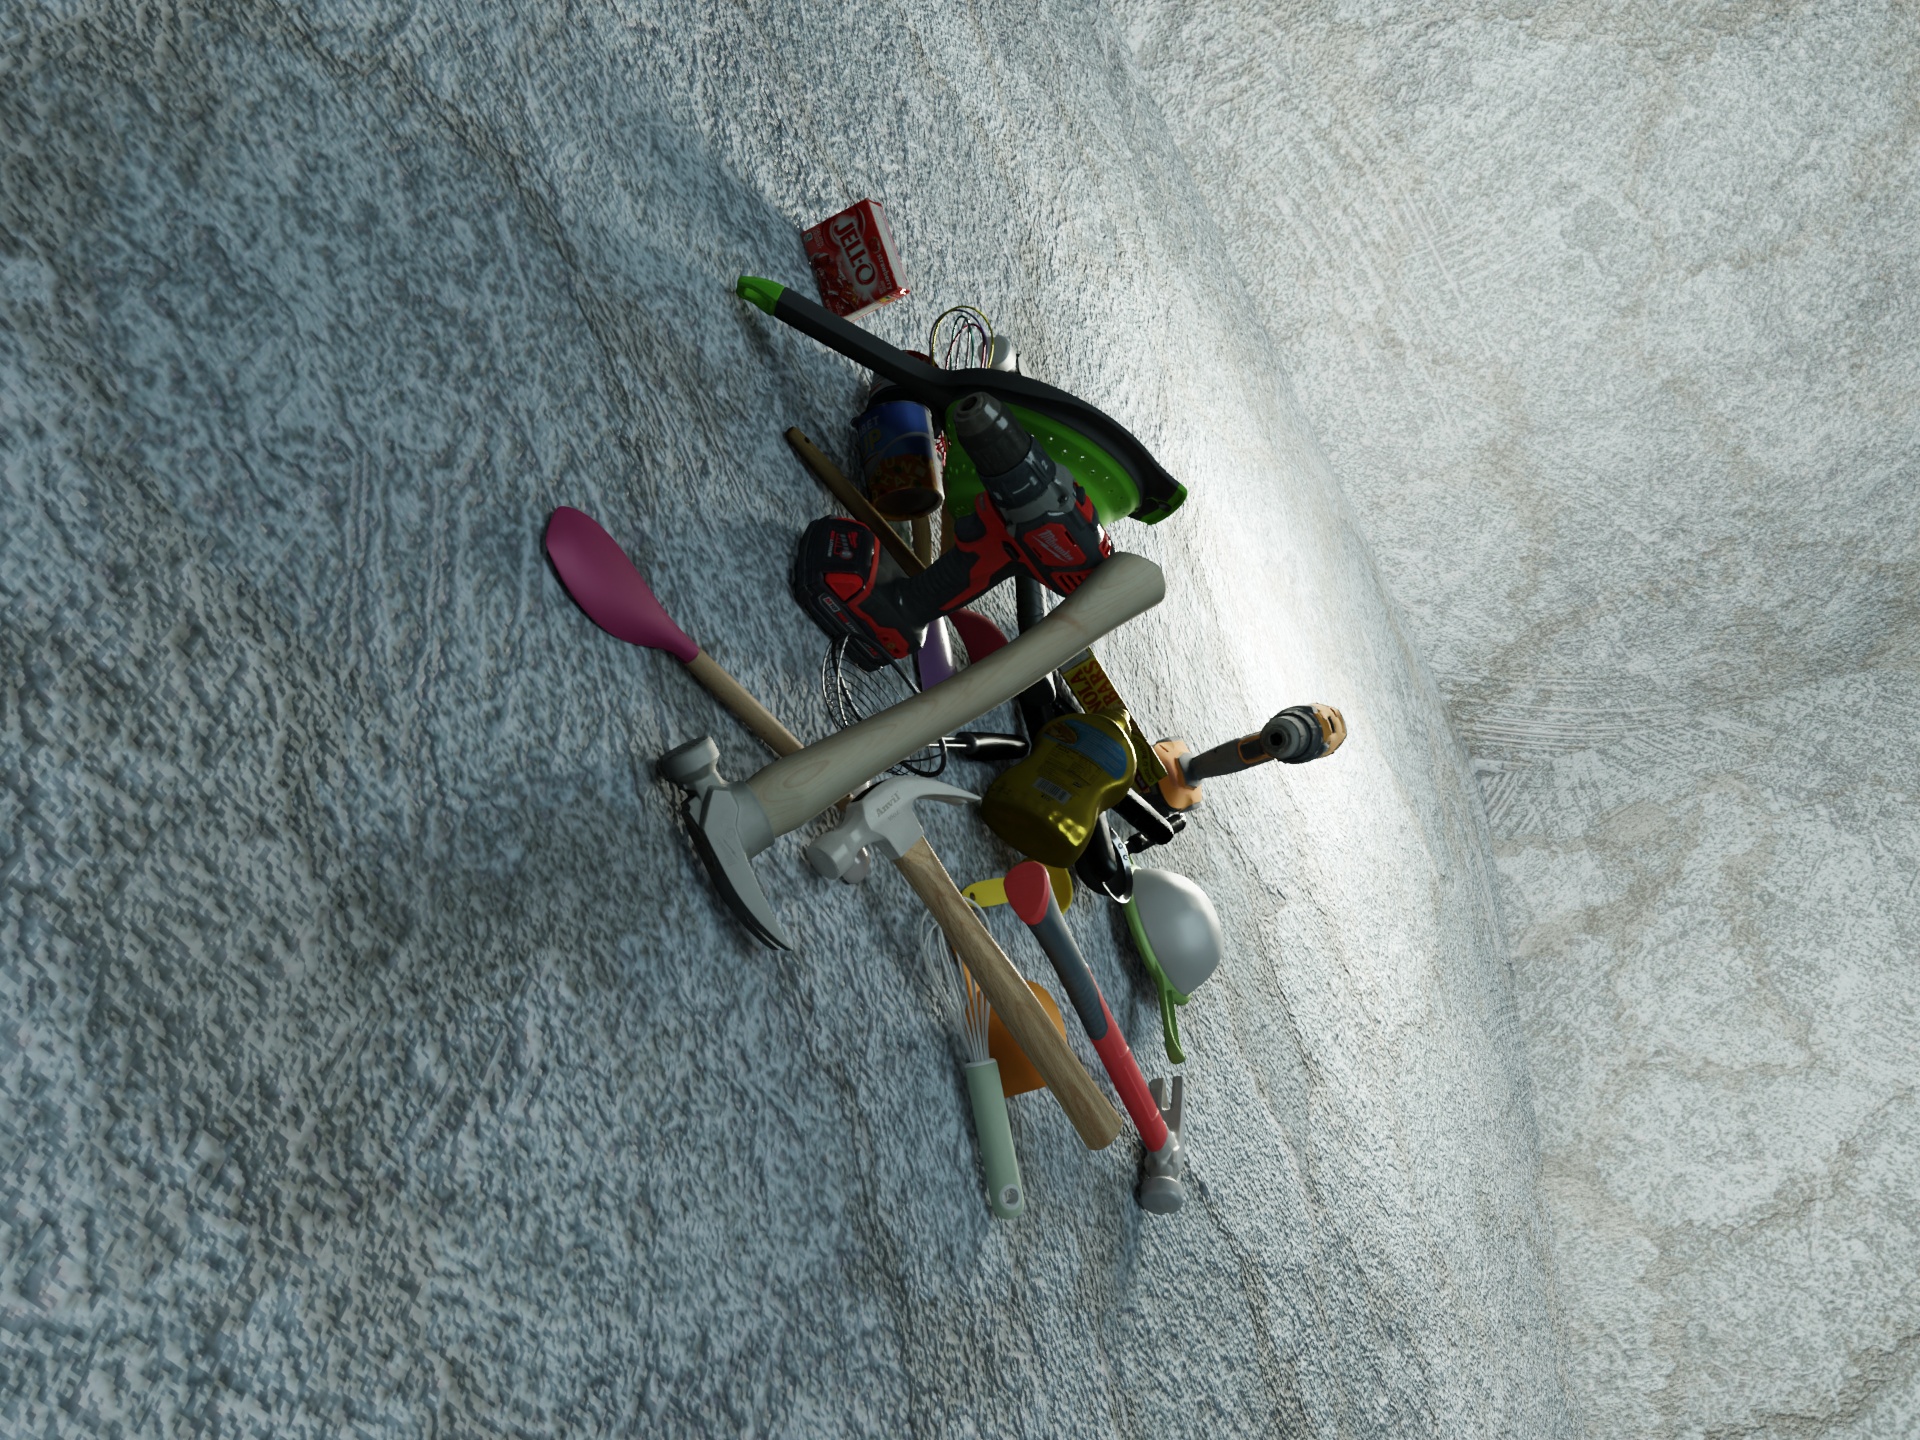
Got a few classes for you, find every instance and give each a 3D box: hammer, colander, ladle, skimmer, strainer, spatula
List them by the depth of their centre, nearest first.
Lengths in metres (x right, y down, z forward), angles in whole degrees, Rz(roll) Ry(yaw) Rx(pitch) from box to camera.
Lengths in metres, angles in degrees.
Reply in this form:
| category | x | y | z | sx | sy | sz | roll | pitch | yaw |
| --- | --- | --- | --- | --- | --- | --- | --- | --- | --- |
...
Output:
| category | x | y | z | sx | sy | sz | roll | pitch | yaw |
| --- | --- | --- | --- | --- | --- | --- | --- | --- | --- |
| hammer | -0.004 | -0.003 | 1.092 | 0.410 | 0.038 | 0.146 | -31 | 102 | -29 |
| hammer | 0.024 | 0.182 | 1.171 | 0.130 | 0.031 | 0.331 | -43 | 107 | -33 |
| colander | -0.017 | -0.227 | 1.280 | 0.397 | 0.204 | 0.094 | 27 | 79 | -6 |
| skimmer | -0.002 | -0.004 | 1.290 | 0.127 | 0.090 | 0.363 | 44 | 15 | 20 |
| ladle | -0.044 | -0.133 | 1.351 | 0.315 | 0.031 | 0.069 | 47 | 37 | -30 |
| hammer | 0.122 | 0.253 | 1.360 | 0.143 | 0.038 | 0.385 | -79 | 149 | -50 |
| spatula | -0.032 | -0.154 | 1.422 | 0.059 | 0.018 | 0.316 | 28 | 49 | -52 |
| hammer | 0.061 | -0.176 | 1.468 | 0.146 | 0.035 | 0.335 | 41 | 43 | -66 |
| strainer | 0.220 | 0.232 | 1.549 | 0.151 | 0.069 | 0.257 | 57 | 18 | -26 |
| strainer | 0.169 | 0.125 | 1.568 | 0.258 | 0.050 | 0.087 | -17 | 83 | -57 |

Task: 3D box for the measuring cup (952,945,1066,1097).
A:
| category | x | y | z | sx | sy | sz | roll | pitch | yaw |
| --- | --- | --- | --- | --- | --- | --- | --- | --- | --- |
| measuring cup | 0.033 | 0.209 | 1.251 | 0.095 | 0.052 | 0.173 | -29 | 101 | -65 |

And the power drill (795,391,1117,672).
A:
| category | x | y | z | sx | sy | sz | roll | pitch | yaw |
| --- | --- | --- | --- | --- | --- | --- | --- | --- | --- |
| power drill | -0.015 | -0.141 | 1.198 | 0.187 | 0.226 | 0.080 | 49 | 32 | -39 |

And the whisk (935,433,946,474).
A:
| category | x | y | z | sx | sy | sz | roll | pitch | yaw |
| --- | --- | --- | --- | --- | --- | --- | --- | --- | --- |
| whisk | 0.037 | -0.226 | 1.576 | 0.295 | 0.073 | 0.073 | 28 | 48 | -64 |

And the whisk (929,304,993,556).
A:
| category | x | y | z | sx | sy | sz | roll | pitch | yaw |
| --- | --- | --- | --- | --- | --- | --- | --- | --- | --- |
| whisk | 0.000 | -0.243 | 1.401 | 0.047 | 0.051 | 0.244 | -17 | 125 | -30 |

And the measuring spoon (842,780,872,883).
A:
| category | x | y | z | sx | sy | sz | roll | pitch | yaw |
| --- | --- | --- | --- | --- | --- | --- | --- | --- | --- |
| measuring spoon | -0.072 | 0.068 | 1.181 | 0.034 | 0.018 | 0.124 | 51 | 30 | -35 |

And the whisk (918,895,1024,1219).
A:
| category | x | y | z | sx | sy | sz | roll | pitch | yaw |
| --- | --- | --- | --- | --- | --- | --- | --- | --- | --- |
| whisk | 0.013 | 0.250 | 1.197 | 0.057 | 0.059 | 0.246 | -8 | 81 | -20 |

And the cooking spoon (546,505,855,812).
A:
| category | x | y | z | sx | sy | sz | roll | pitch | yaw |
| --- | --- | --- | --- | --- | --- | --- | --- | --- | --- |
| cooking spoon | -0.164 | -0.029 | 1.064 | 0.318 | 0.017 | 0.069 | 48 | 34 | -39 |

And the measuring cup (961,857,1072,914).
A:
| category | x | y | z | sx | sy | sz | roll | pitch | yaw |
| --- | --- | --- | --- | --- | --- | --- | --- | --- | --- |
| measuring cup | 0.041 | 0.146 | 1.359 | 0.156 | 0.029 | 0.062 | -2 | 73 | -52 |

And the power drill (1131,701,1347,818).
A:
| category | x | y | z | sx | sy | sz | roll | pitch | yaw |
| --- | --- | --- | --- | --- | --- | --- | --- | --- | --- |
| power drill | 0.281 | 0.039 | 1.672 | 0.185 | 0.226 | 0.084 | -6 | 78 | -64 |
